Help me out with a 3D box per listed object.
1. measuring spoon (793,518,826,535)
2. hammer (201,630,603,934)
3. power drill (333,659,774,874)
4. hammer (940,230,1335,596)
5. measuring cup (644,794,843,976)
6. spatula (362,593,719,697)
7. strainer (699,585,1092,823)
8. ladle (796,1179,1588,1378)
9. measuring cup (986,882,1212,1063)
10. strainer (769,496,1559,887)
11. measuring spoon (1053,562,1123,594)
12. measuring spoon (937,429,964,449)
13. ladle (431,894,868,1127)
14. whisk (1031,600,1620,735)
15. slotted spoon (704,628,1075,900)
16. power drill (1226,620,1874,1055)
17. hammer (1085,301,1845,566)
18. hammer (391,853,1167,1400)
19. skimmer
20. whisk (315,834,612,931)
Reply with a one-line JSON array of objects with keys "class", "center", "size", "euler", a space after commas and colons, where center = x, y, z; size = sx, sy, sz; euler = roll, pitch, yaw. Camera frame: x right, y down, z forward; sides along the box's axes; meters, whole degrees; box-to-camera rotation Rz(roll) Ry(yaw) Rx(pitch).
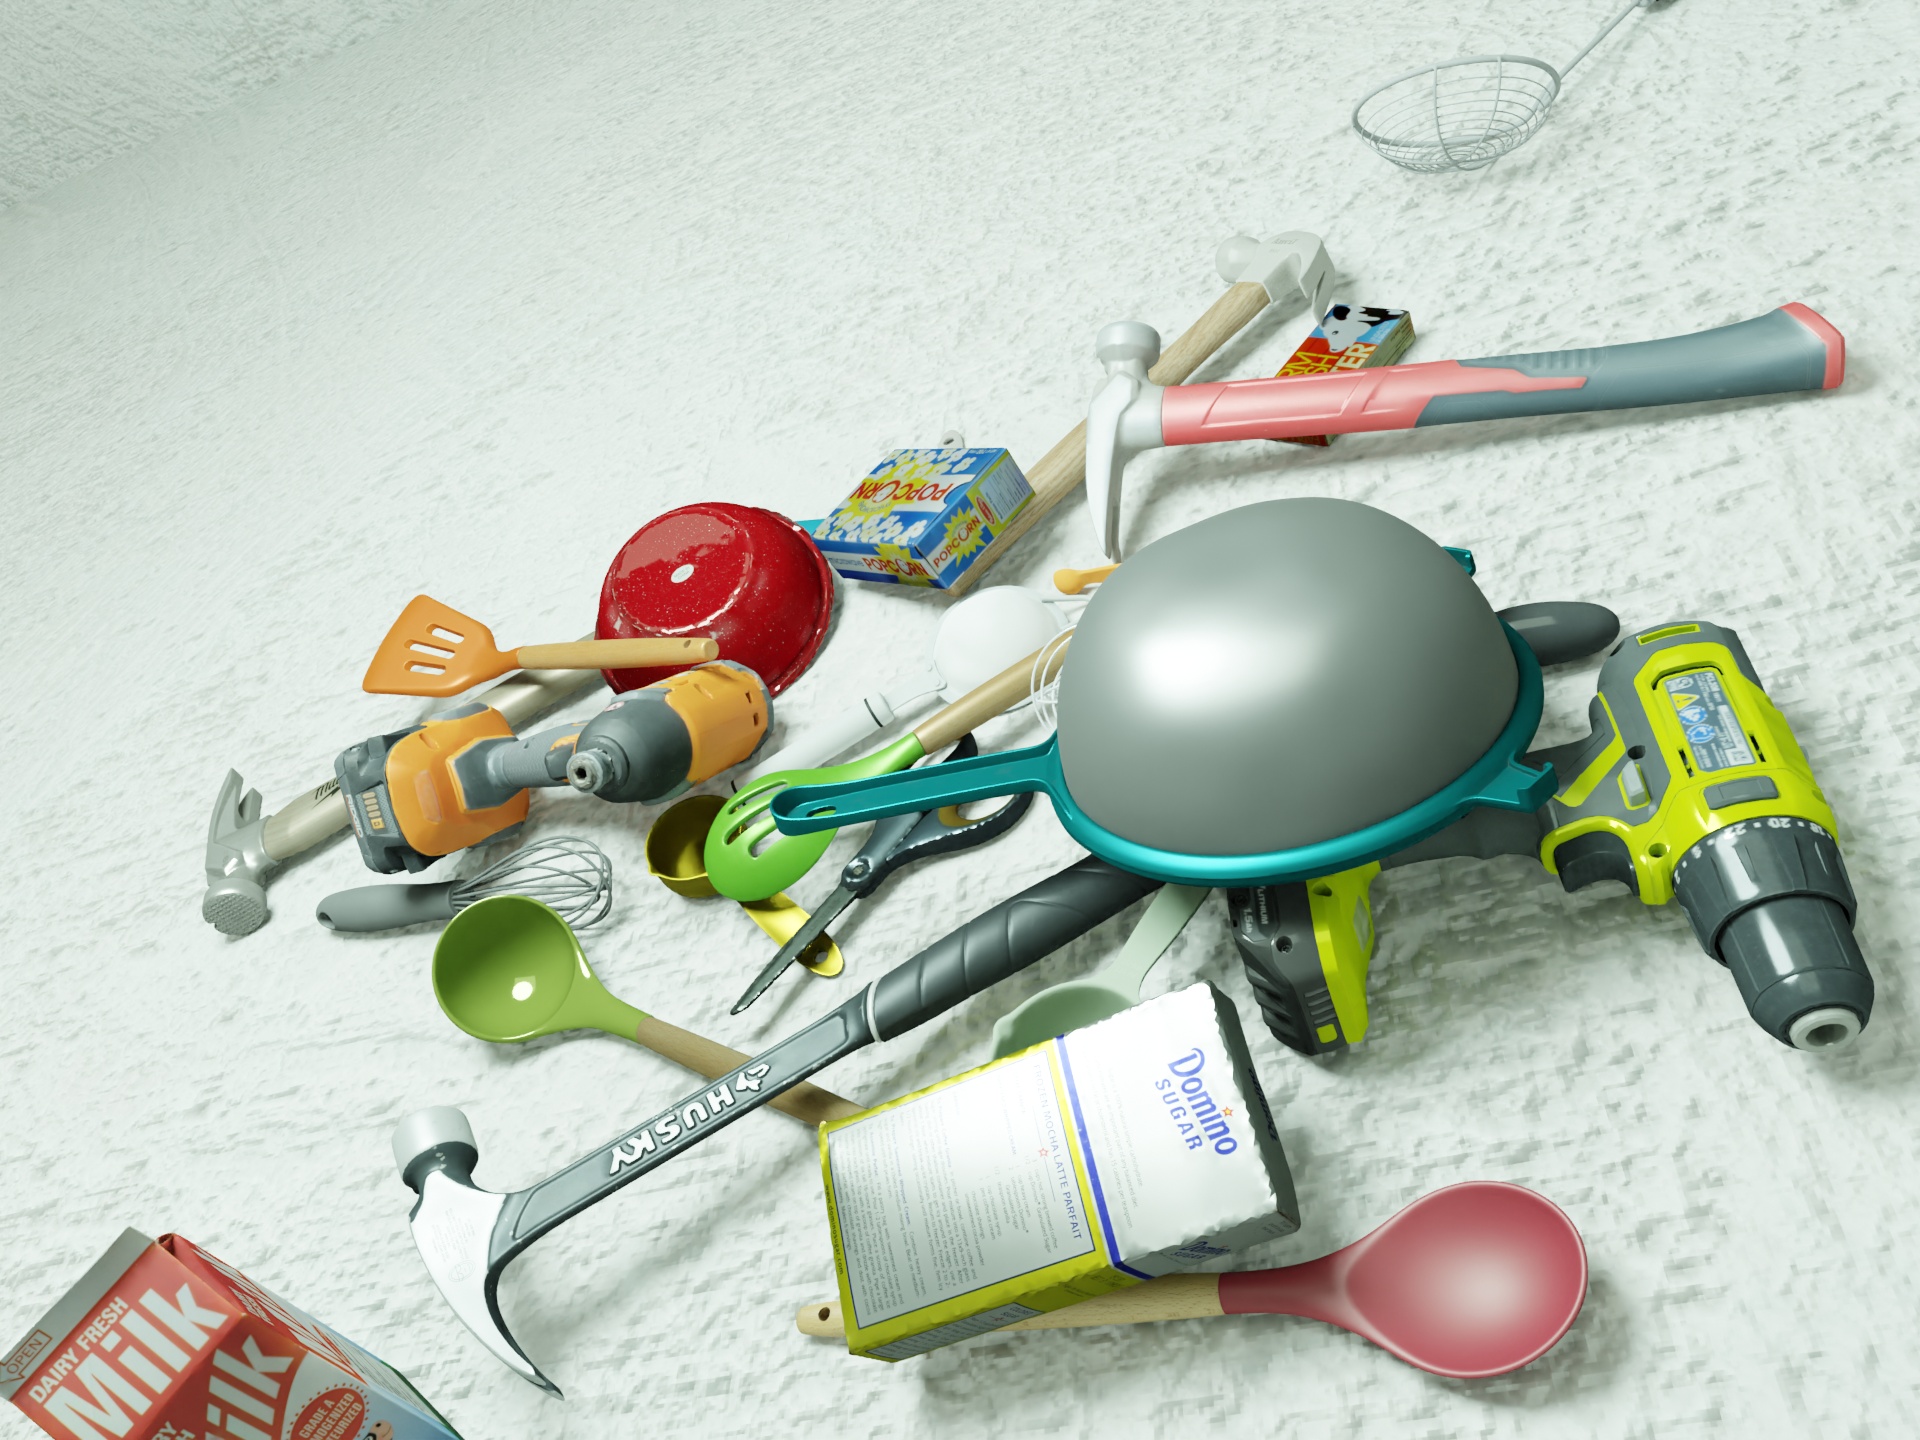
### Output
[{"class": "measuring spoon", "center": [-0.093, -0.135, 1.067], "size": [0.128, 0.021, 0.042], "euler": [-3, 48, 27]}, {"class": "hammer", "center": [-0.321, -0.006, 1.066], "size": [0.410, 0.038, 0.146], "euler": [-29, 39, 2]}, {"class": "power drill", "center": [-0.238, 0.026, 0.903], "size": [0.226, 0.084, 0.164], "euler": [-12, 8, 21]}, {"class": "hammer", "center": [0.106, -0.194, 0.989], "size": [0.331, 0.031, 0.130], "euler": [-44, 29, -10]}, {"class": "measuring cup", "center": [-0.110, 0.095, 0.851], "size": [0.062, 0.029, 0.157], "euler": [-42, 53, -17]}, {"class": "spatula", "center": [-0.264, -0.044, 0.992], "size": [0.323, 0.041, 0.081], "euler": [0, 58, 42]}, {"class": "strainer", "center": [-0.039, -0.011, 0.899], "size": [0.258, 0.050, 0.087], "euler": [-32, 55, 4]}, {"class": "ladle", "center": [0.075, 0.220, 0.605], "size": [0.315, 0.031, 0.069], "euler": [-13, 46, 23]}, {"class": "measuring cup", "center": [0.078, 0.121, 0.696], "size": [0.083, 0.038, 0.168], "euler": [16, 57, 41]}, {"class": "strainer", "center": [0.065, -0.019, 0.677], "size": [0.340, 0.095, 0.211], "euler": [-12, 31, 14]}, {"class": "measuring spoon", "center": [0.105, -0.081, 0.896], "size": [0.117, 0.021, 0.011], "euler": [-3, 61, 29]}, {"class": "measuring spoon", "center": [-0.010, -0.159, 1.044], "size": [0.034, 0.018, 0.124], "euler": [-17, 42, 16]}, {"class": "ladle", "center": [-0.144, 0.157, 0.780], "size": [0.320, 0.062, 0.078], "euler": [13, 73, 36]}, {"class": "whisk", "center": [0.171, -0.030, 0.780], "size": [0.284, 0.070, 0.070], "euler": [-7, 45, 19]}, {"class": "slotted spoon", "center": [-0.001, -0.003, 0.848], "size": [0.314, 0.031, 0.070], "euler": [-31, 53, -8]}, {"class": "power drill", "center": [0.226, 0.060, 0.638], "size": [0.228, 0.080, 0.191], "euler": [-13, 42, 15]}, {"class": "hammer", "center": [0.256, -0.162, 0.856], "size": [0.386, 0.038, 0.143], "euler": [-1, 77, 22]}, {"class": "hammer", "center": [-0.052, 0.144, 0.717], "size": [0.409, 0.036, 0.149], "euler": [-29, 48, -9]}, {"class": "skimmer", "center": [0.407, -0.478, 1.061], "size": [0.363, 0.090, 0.127], "euler": [-44, 11, -18]}, {"class": "whisk", "center": [-0.296, 0.103, 0.933], "size": [0.239, 0.055, 0.055], "euler": [-9, 45, 29]}]
